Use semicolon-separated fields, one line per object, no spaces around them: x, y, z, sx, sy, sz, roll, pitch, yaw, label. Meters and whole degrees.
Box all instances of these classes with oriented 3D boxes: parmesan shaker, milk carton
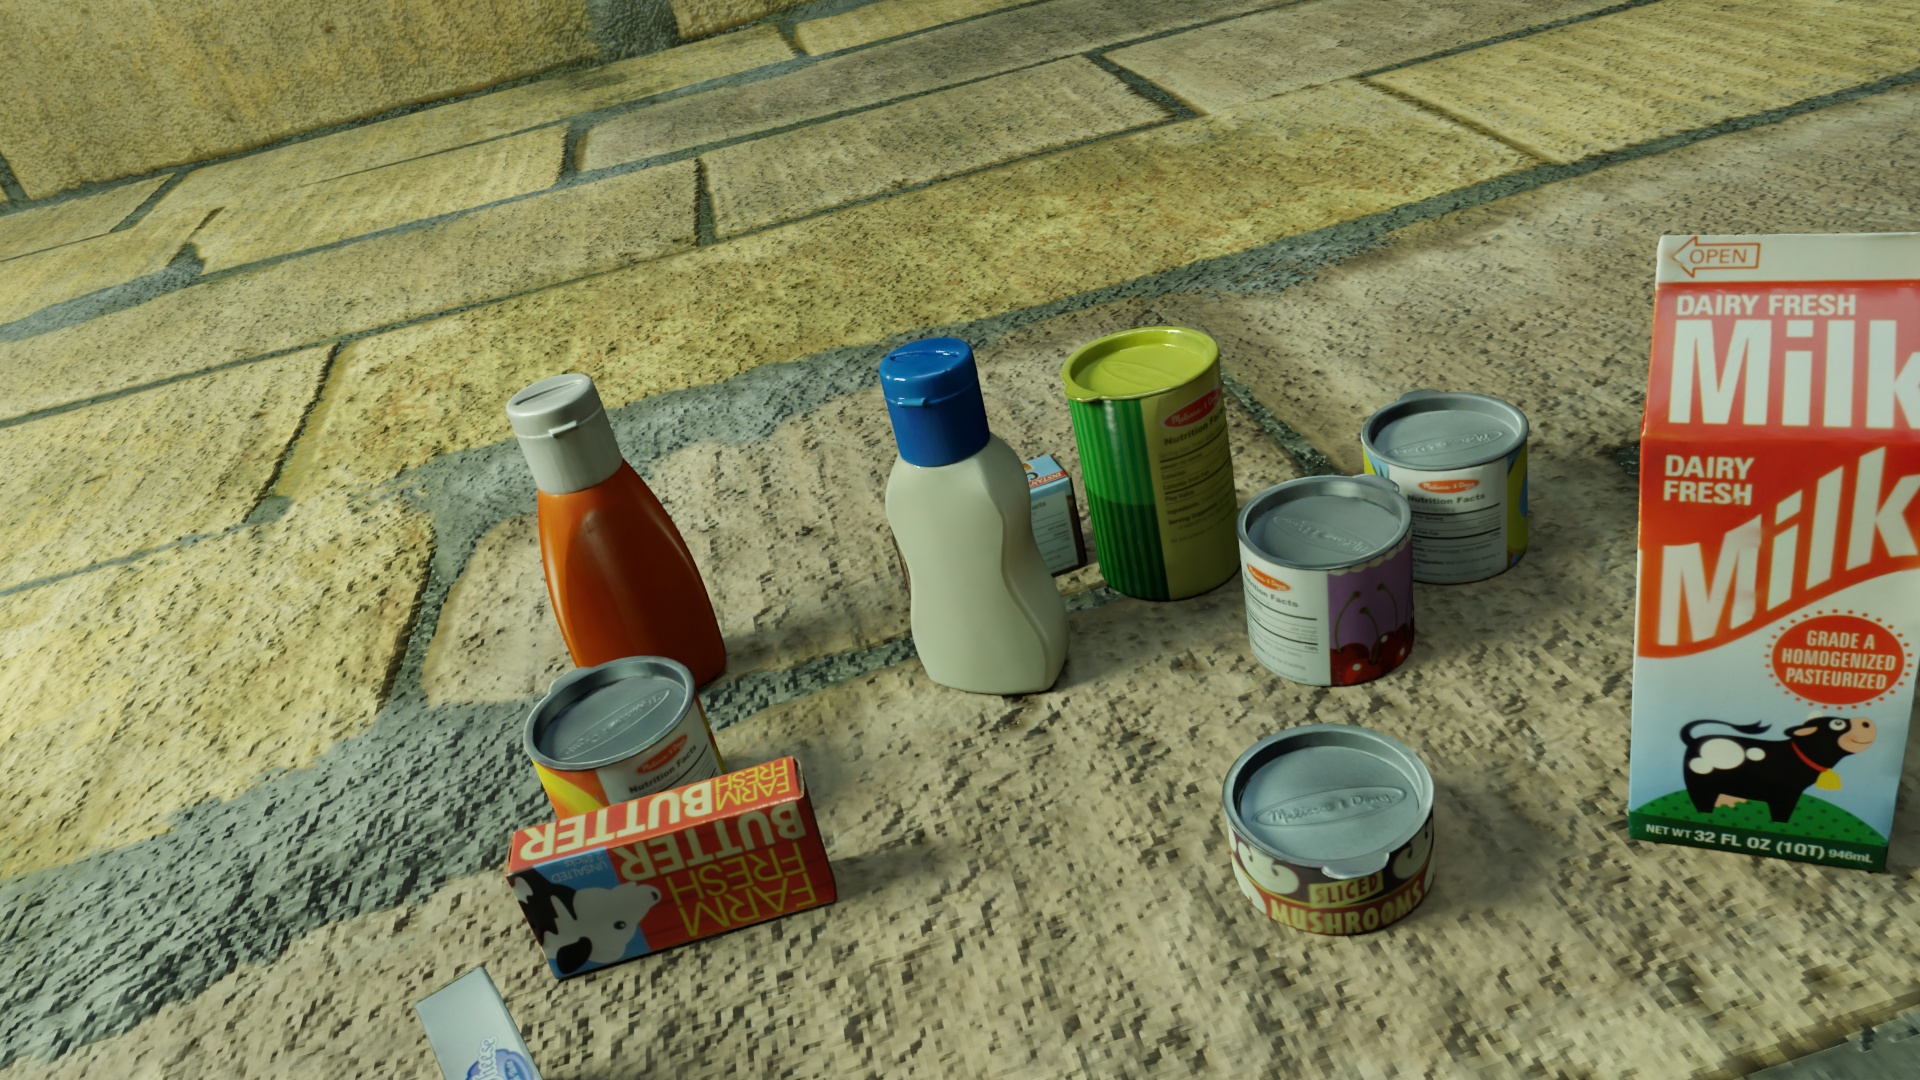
0.083;-0.032;0.607;0.071;0.102;0.071;-10;31;6;parmesan shaker
0.240;0.000;0.409;0.072;0.189;0.074;4;35;27;milk carton

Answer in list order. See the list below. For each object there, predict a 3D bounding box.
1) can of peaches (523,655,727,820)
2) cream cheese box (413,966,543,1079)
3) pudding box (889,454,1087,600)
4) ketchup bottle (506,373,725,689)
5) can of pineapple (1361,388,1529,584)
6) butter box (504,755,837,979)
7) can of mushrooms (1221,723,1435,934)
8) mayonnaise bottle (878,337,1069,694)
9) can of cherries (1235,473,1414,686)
-0.128;0.086;0.537;0.071;0.057;0.071;-10;31;6;can of peaches
-0.123;0.173;0.396;0.024;0.053;0.104;-28;34;-23;cream cheese box
0.012;-0.002;0.637;0.084;0.049;0.030;-19;31;-10;pudding box
-0.150;0.003;0.594;0.065;0.148;0.043;-22;32;-15;ketchup bottle
0.206;-0.024;0.590;0.071;0.057;0.071;-10;31;6;can of pineapple
-0.099;0.114;0.485;0.103;0.053;0.024;-15;30;-3;butter box
0.120;0.095;0.452;0.071;0.033;0.071;-10;31;6;can of mushrooms
0.002;-0.007;0.552;0.065;0.147;0.041;2;34;24;mayonnaise bottle
0.147;0.014;0.549;0.071;0.058;0.072;-10;31;6;can of cherries
